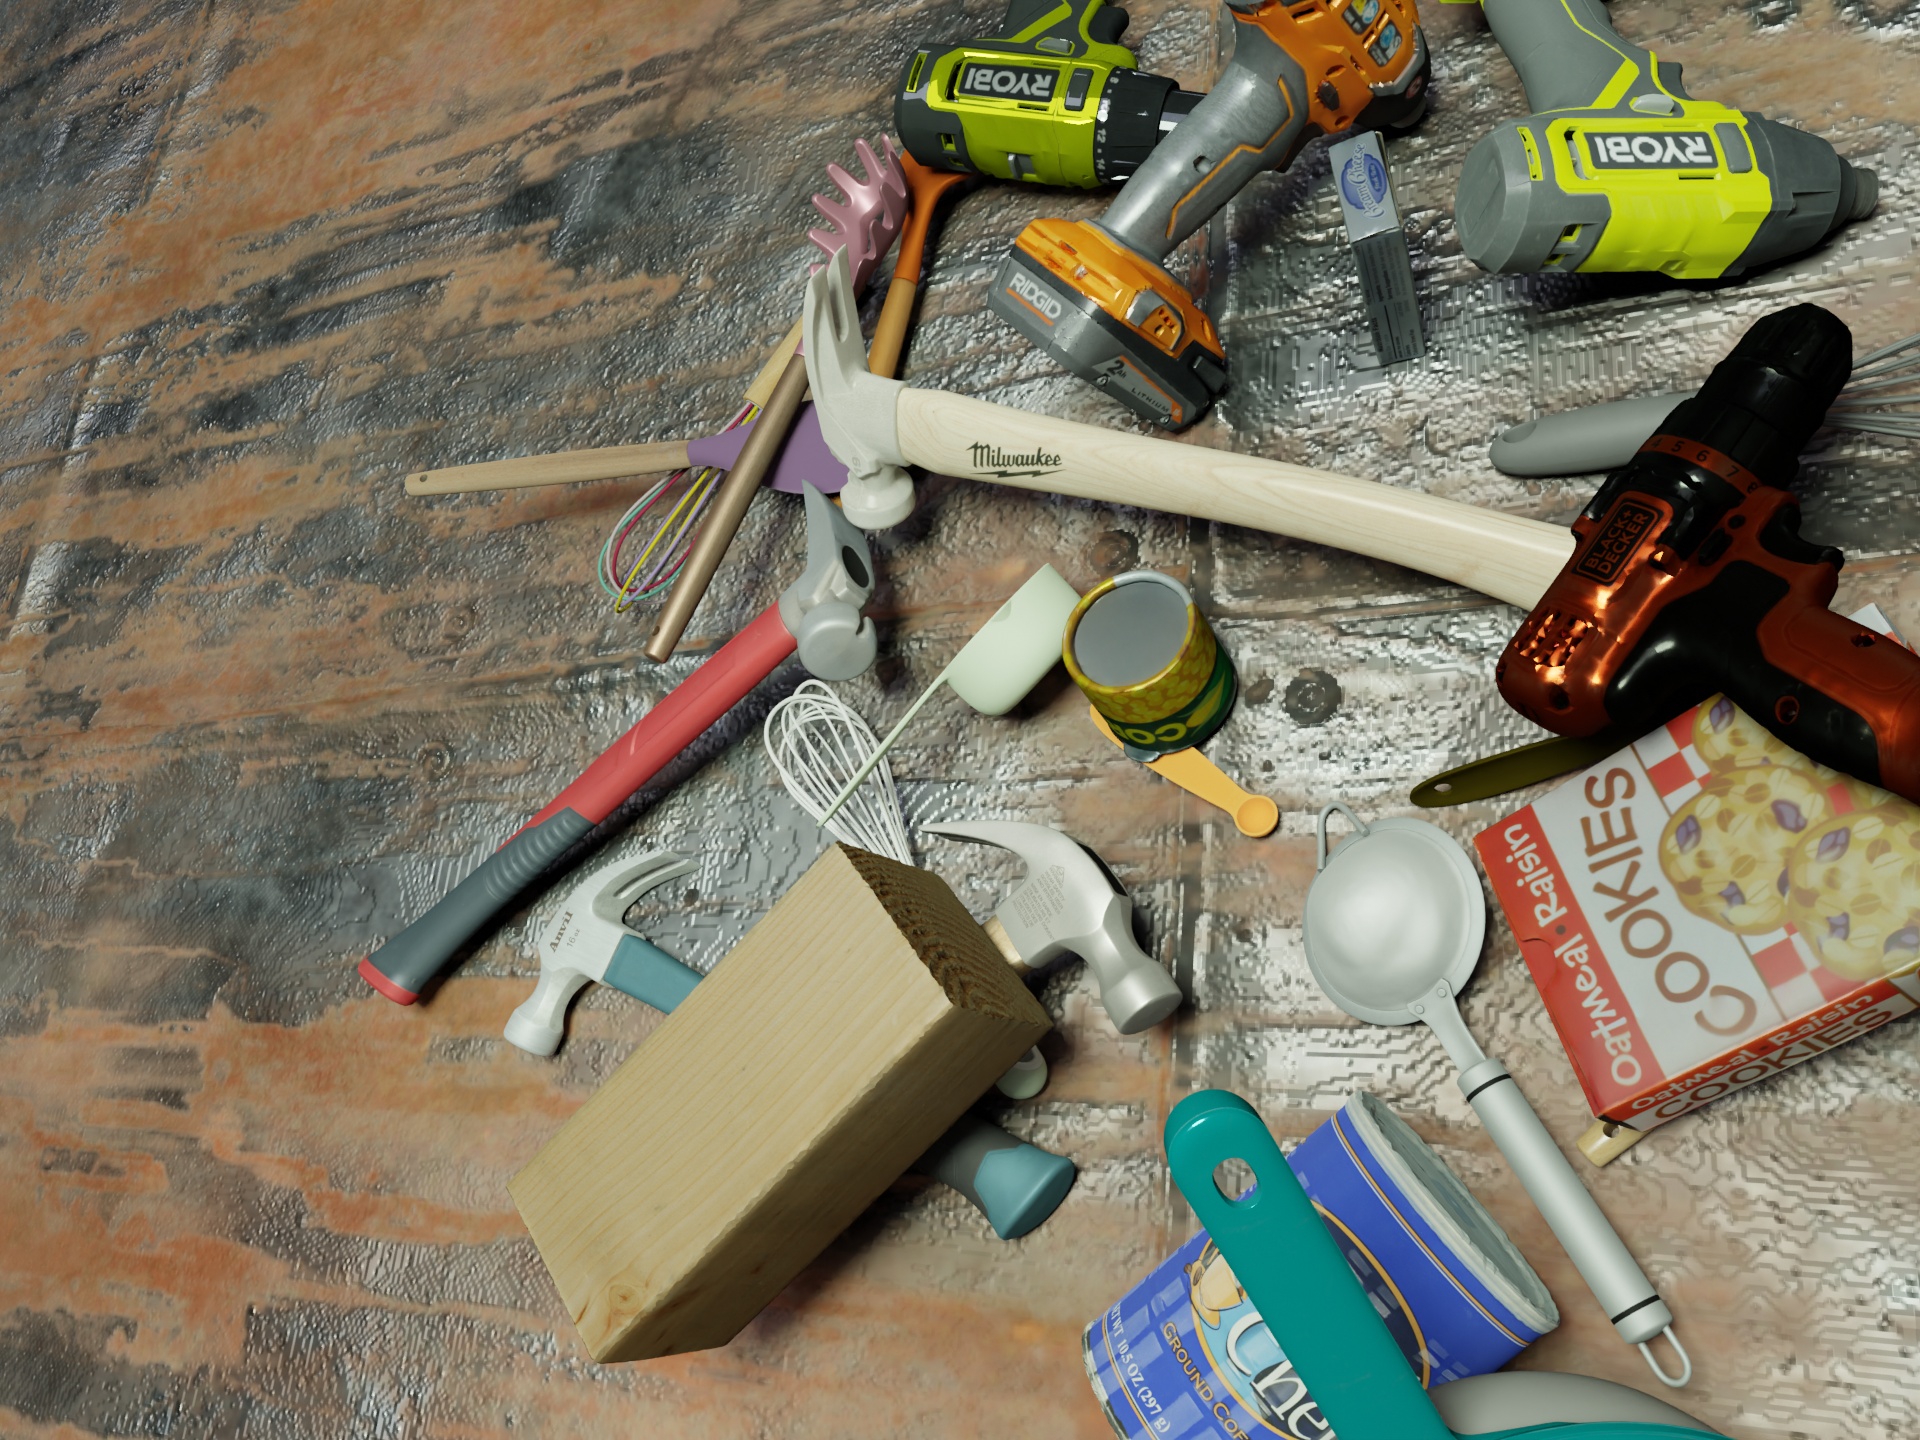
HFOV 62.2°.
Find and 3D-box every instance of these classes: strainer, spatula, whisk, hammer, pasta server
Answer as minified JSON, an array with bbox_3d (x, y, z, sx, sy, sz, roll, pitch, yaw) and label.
[{"bbox_3d":[0.146,0.235,0.494,0.211,0.340,0.095,-30,13,5],"label":"strainer"},{"bbox_3d":[-0.175,-0.146,0.900,0.316,0.018,0.060,-3,71,16],"label":"spatula"},{"bbox_3d":[-0.027,0.076,0.768,0.247,0.057,0.059,56,138,29],"label":"whisk"},{"bbox_3d":[-0.132,-0.164,0.927,0.051,0.047,0.245,31,83,27],"label":"whisk"},{"bbox_3d":[-0.063,0.163,0.721,0.331,0.031,0.130,-38,60,14],"label":"hammer"},{"bbox_3d":[0.115,-0.109,0.696,0.411,0.146,0.038,17,52,23],"label":"hammer"},{"bbox_3d":[-0.195,0.027,0.864,0.386,0.038,0.143,-39,35,20],"label":"hammer"},{"bbox_3d":[-0.101,-0.176,0.860,0.060,0.040,0.316,11,72,46],"label":"pasta server"},{"bbox_3d":[-0.033,-0.221,0.903,0.081,0.041,0.323,10,80,31],"label":"spatula"},{"bbox_3d":[0.198,0.131,0.615,0.087,0.050,0.259,-48,54,28],"label":"strainer"},{"bbox_3d":[-0.089,0.161,0.776,0.331,0.033,0.128,20,83,34],"label":"hammer"},{"bbox_3d":[0.335,-0.125,0.642,0.239,0.055,0.055,-5,69,33],"label":"whisk"}]

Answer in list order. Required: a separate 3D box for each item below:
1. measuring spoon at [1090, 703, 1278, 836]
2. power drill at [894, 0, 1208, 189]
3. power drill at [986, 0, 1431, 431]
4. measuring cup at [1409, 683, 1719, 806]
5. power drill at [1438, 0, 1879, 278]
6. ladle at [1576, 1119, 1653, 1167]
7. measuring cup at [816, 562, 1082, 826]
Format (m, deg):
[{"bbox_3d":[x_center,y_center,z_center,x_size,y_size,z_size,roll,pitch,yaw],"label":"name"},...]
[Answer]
[{"bbox_3d":[0.102,0.021,0.738,0.021,0.011,0.117,-49,52,-5],"label":"measuring spoon"},{"bbox_3d":[0.084,-0.395,0.865,0.190,0.080,0.228,13,79,17],"label":"power drill"},{"bbox_3d":[0.131,-0.256,0.757,0.084,0.164,0.226,47,109,34],"label":"power drill"},{"bbox_3d":[0.253,0.000,0.642,0.156,0.062,0.029,-24,39,33],"label":"measuring cup"},{"bbox_3d":[0.290,-0.293,0.694,0.171,0.080,0.223,-3,67,-6],"label":"power drill"},{"bbox_3d":[0.341,0.049,0.563,0.320,0.062,0.078,-45,50,10],"label":"ladle"},{"bbox_3d":[-0.001,-0.002,0.759,0.038,0.083,0.167,42,85,0],"label":"measuring cup"}]
